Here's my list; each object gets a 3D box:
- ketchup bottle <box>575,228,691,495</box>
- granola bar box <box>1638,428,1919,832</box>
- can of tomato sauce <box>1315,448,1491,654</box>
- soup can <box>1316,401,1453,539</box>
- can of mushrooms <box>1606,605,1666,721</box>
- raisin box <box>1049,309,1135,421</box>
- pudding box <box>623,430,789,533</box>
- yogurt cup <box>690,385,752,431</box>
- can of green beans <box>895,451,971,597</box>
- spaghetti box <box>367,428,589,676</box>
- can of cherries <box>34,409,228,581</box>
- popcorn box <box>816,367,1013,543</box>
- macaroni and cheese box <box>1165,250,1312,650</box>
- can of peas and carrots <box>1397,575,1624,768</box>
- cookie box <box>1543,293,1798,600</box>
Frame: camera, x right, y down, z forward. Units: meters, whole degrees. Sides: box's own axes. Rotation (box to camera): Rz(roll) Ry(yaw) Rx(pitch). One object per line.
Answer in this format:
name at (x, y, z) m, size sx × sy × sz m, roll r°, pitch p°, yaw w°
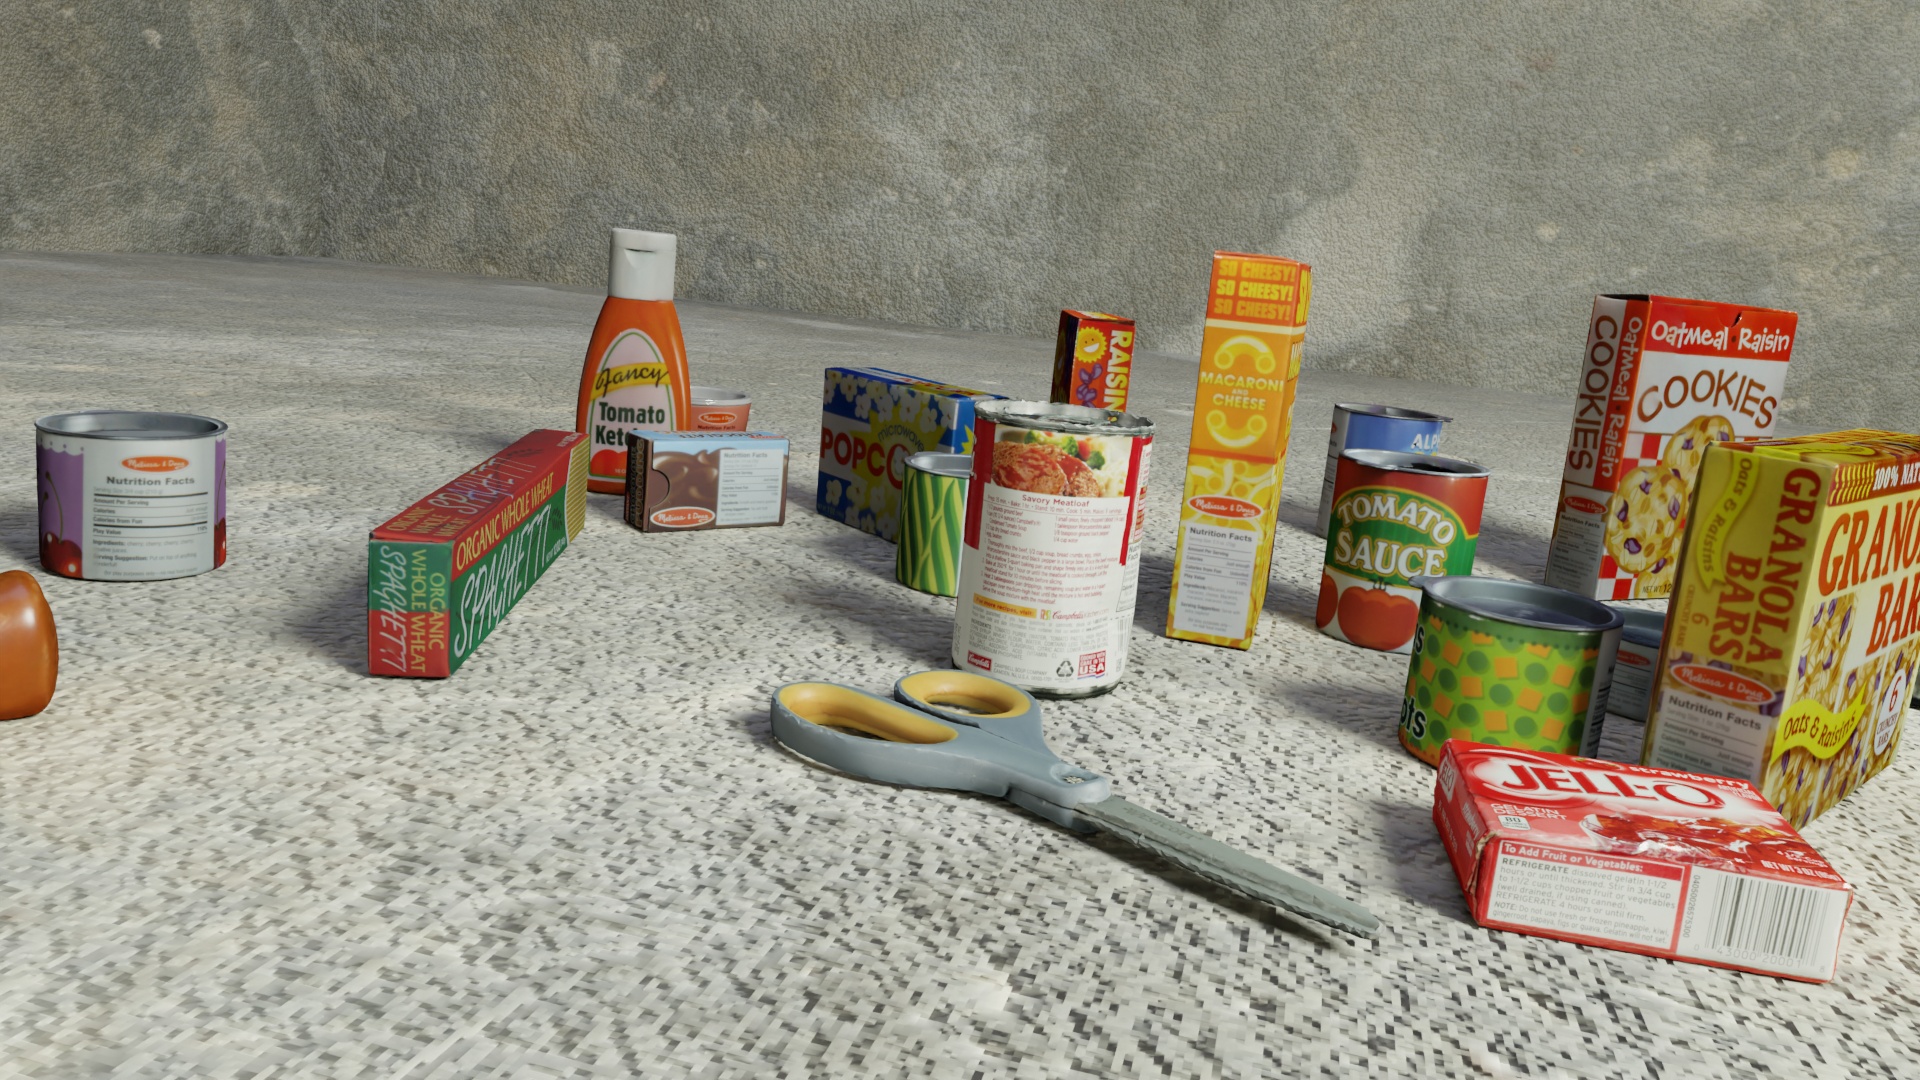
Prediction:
ketchup bottle at (-0.185, -0.101, 0.794) m, size 0.065 × 0.148 × 0.043 m, roll 4°, pitch 12°, yaw -9°
granola bar box at (0.286, 0.027, 0.468) m, size 0.166 × 0.124 × 0.039 m, roll -6°, pitch 16°, yaw -43°
can of tomato sauce at (0.200, 0.004, 0.634) m, size 0.071 × 0.083 × 0.071 m, roll 5°, pitch 12°, yaw -1°
soup can at (0.264, -0.040, 0.868) m, size 0.071 × 0.083 × 0.071 m, roll 5°, pitch 12°, yaw -1°
can of mushrooms at (0.289, 0.051, 0.573) m, size 0.071 × 0.033 × 0.071 m, roll 5°, pitch 12°, yaw -1°
raisin box at (0.081, -0.083, 0.892) m, size 0.040 × 0.123 × 0.086 m, roll 5°, pitch 12°, yaw -4°
pudding box at (-0.133, -0.033, 0.733) m, size 0.084 × 0.049 × 0.030 m, roll -4°, pitch 15°, yaw -38°
yogurt cup at (-0.166, -0.067, 0.867) m, size 0.072 × 0.053 × 0.072 m, roll 5°, pitch 12°, yaw -1°
can of green beans at (0.003, -0.008, 0.660) m, size 0.071 × 0.057 × 0.071 m, roll 5°, pitch 12°, yaw -1°
spaghetti box at (-0.190, -0.004, 0.573) m, size 0.029 × 0.050 × 0.250 m, roll 4°, pitch 12°, yaw -6°
can of cherries at (-0.333, -0.019, 0.560) m, size 0.071 × 0.058 × 0.071 m, roll 5°, pitch 12°, yaw -1°
popcorn box at (-0.028, -0.044, 0.751) m, size 0.038 × 0.085 × 0.127 m, roll -4°, pitch 15°, yaw -38°
macaroni and cheese box at (0.131, -0.046, 0.639) m, size 0.040 × 0.166 × 0.124 m, roll 9°, pitch 12°, yaw 14°
can of peas and carrots at (0.188, 0.048, 0.484) m, size 0.071 × 0.058 × 0.071 m, roll 5°, pitch 12°, yaw -1°
cookie box at (0.402, -0.051, 0.784) m, size 0.123 × 0.167 × 0.040 m, roll 0°, pitch 13°, yaw -26°
